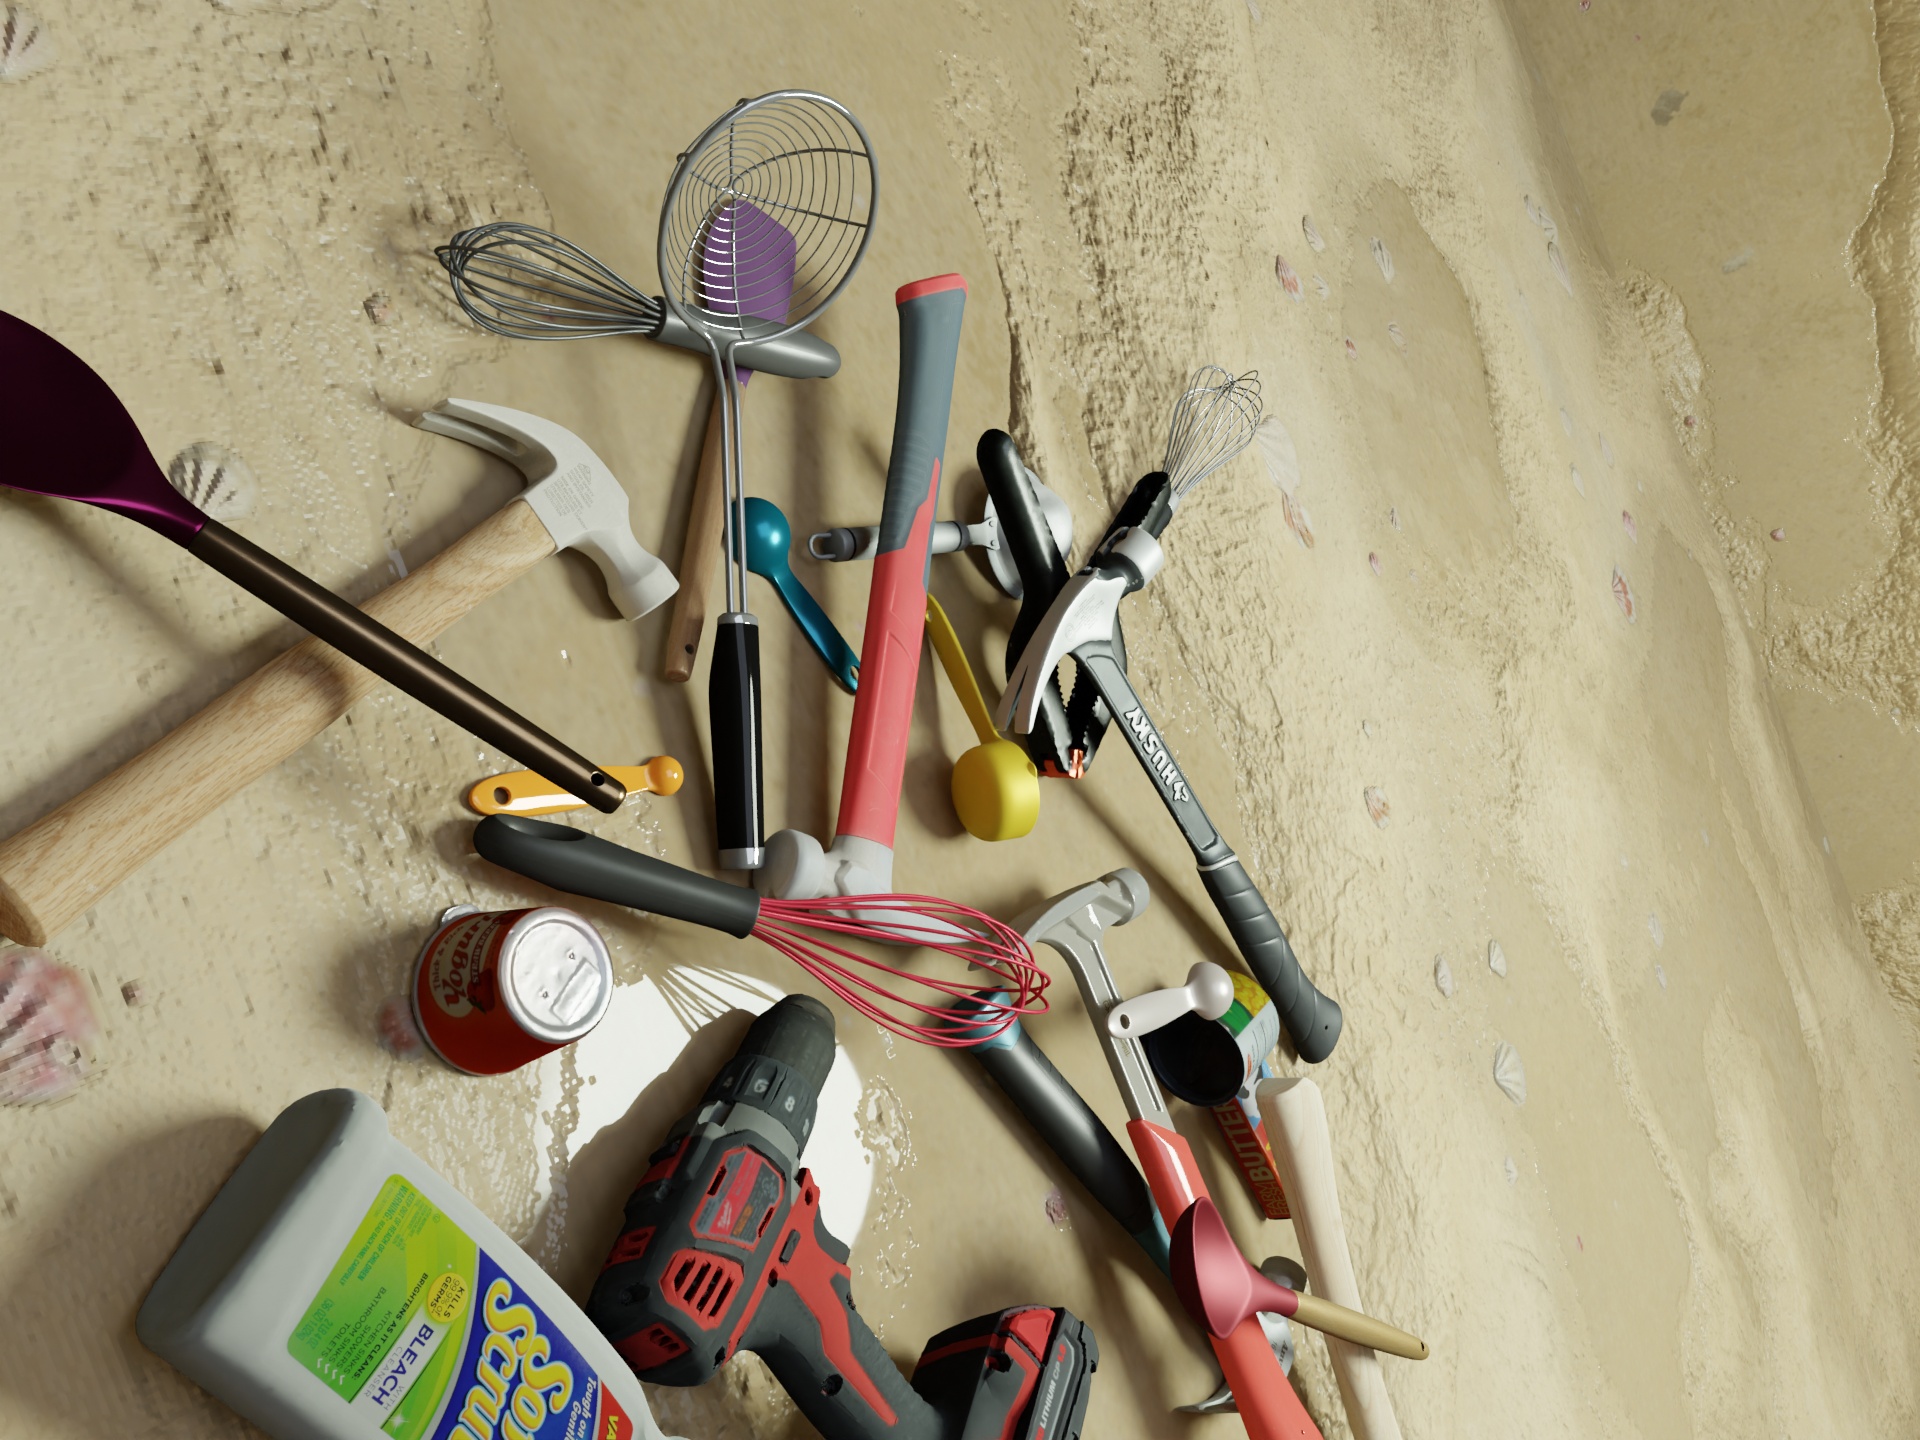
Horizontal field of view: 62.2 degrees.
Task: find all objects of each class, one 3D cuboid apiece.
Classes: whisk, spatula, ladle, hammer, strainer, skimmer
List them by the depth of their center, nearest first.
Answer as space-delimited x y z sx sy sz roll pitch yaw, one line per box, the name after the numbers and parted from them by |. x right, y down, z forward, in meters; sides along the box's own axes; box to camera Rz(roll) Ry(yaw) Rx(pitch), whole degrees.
-0.245 -0.028 0.640 0.130 0.031 0.331 57 41 -16 | hammer
-0.081 0.095 0.733 0.295 0.073 0.073 21 58 -27 | whisk
-0.089 -0.111 0.763 0.127 0.090 0.363 4 83 -51 | skimmer
-0.151 -0.204 0.802 0.238 0.055 0.055 3 72 -45 | whisk
-0.127 -0.159 0.846 0.059 0.018 0.316 27 54 -35 | spatula
-0.022 -0.071 0.878 0.143 0.038 0.387 25 63 -41 | hammer
0.118 0.266 0.883 0.149 0.037 0.359 -21 89 -53 | hammer
0.197 0.331 0.897 0.315 0.031 0.069 35 45 -43 | ladle
0.097 0.273 0.911 0.330 0.033 0.128 53 41 -20 | hammer
0.003 -0.111 0.964 0.258 0.050 0.087 -12 98 -48 | strainer
0.246 0.420 0.984 0.146 0.038 0.410 -25 100 -51 | hammer
0.154 0.081 1.016 0.149 0.036 0.408 -48 122 -25 | hammer
0.159 -0.176 1.161 0.070 0.070 0.285 52 47 -21 | whisk

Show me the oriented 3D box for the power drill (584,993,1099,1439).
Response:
-0.044 0.248 0.712 0.226 0.080 0.188 44 37 -15 | power drill

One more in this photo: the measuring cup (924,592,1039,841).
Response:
-0.001 -0.003 0.911 0.029 0.062 0.157 -14 73 -33 | measuring cup

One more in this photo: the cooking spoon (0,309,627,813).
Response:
-0.262 -0.054 0.595 0.318 0.017 0.069 35 50 -17 | cooking spoon

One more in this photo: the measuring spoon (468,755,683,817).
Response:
-0.170 0.029 0.719 0.117 0.011 0.021 -6 79 -51 | measuring spoon

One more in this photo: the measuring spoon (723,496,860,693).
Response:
-0.081 -0.067 0.857 0.128 0.021 0.042 55 41 -16 | measuring spoon

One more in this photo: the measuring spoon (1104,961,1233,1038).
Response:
0.121 0.160 0.896 0.124 0.018 0.034 -5 77 -51 | measuring spoon
